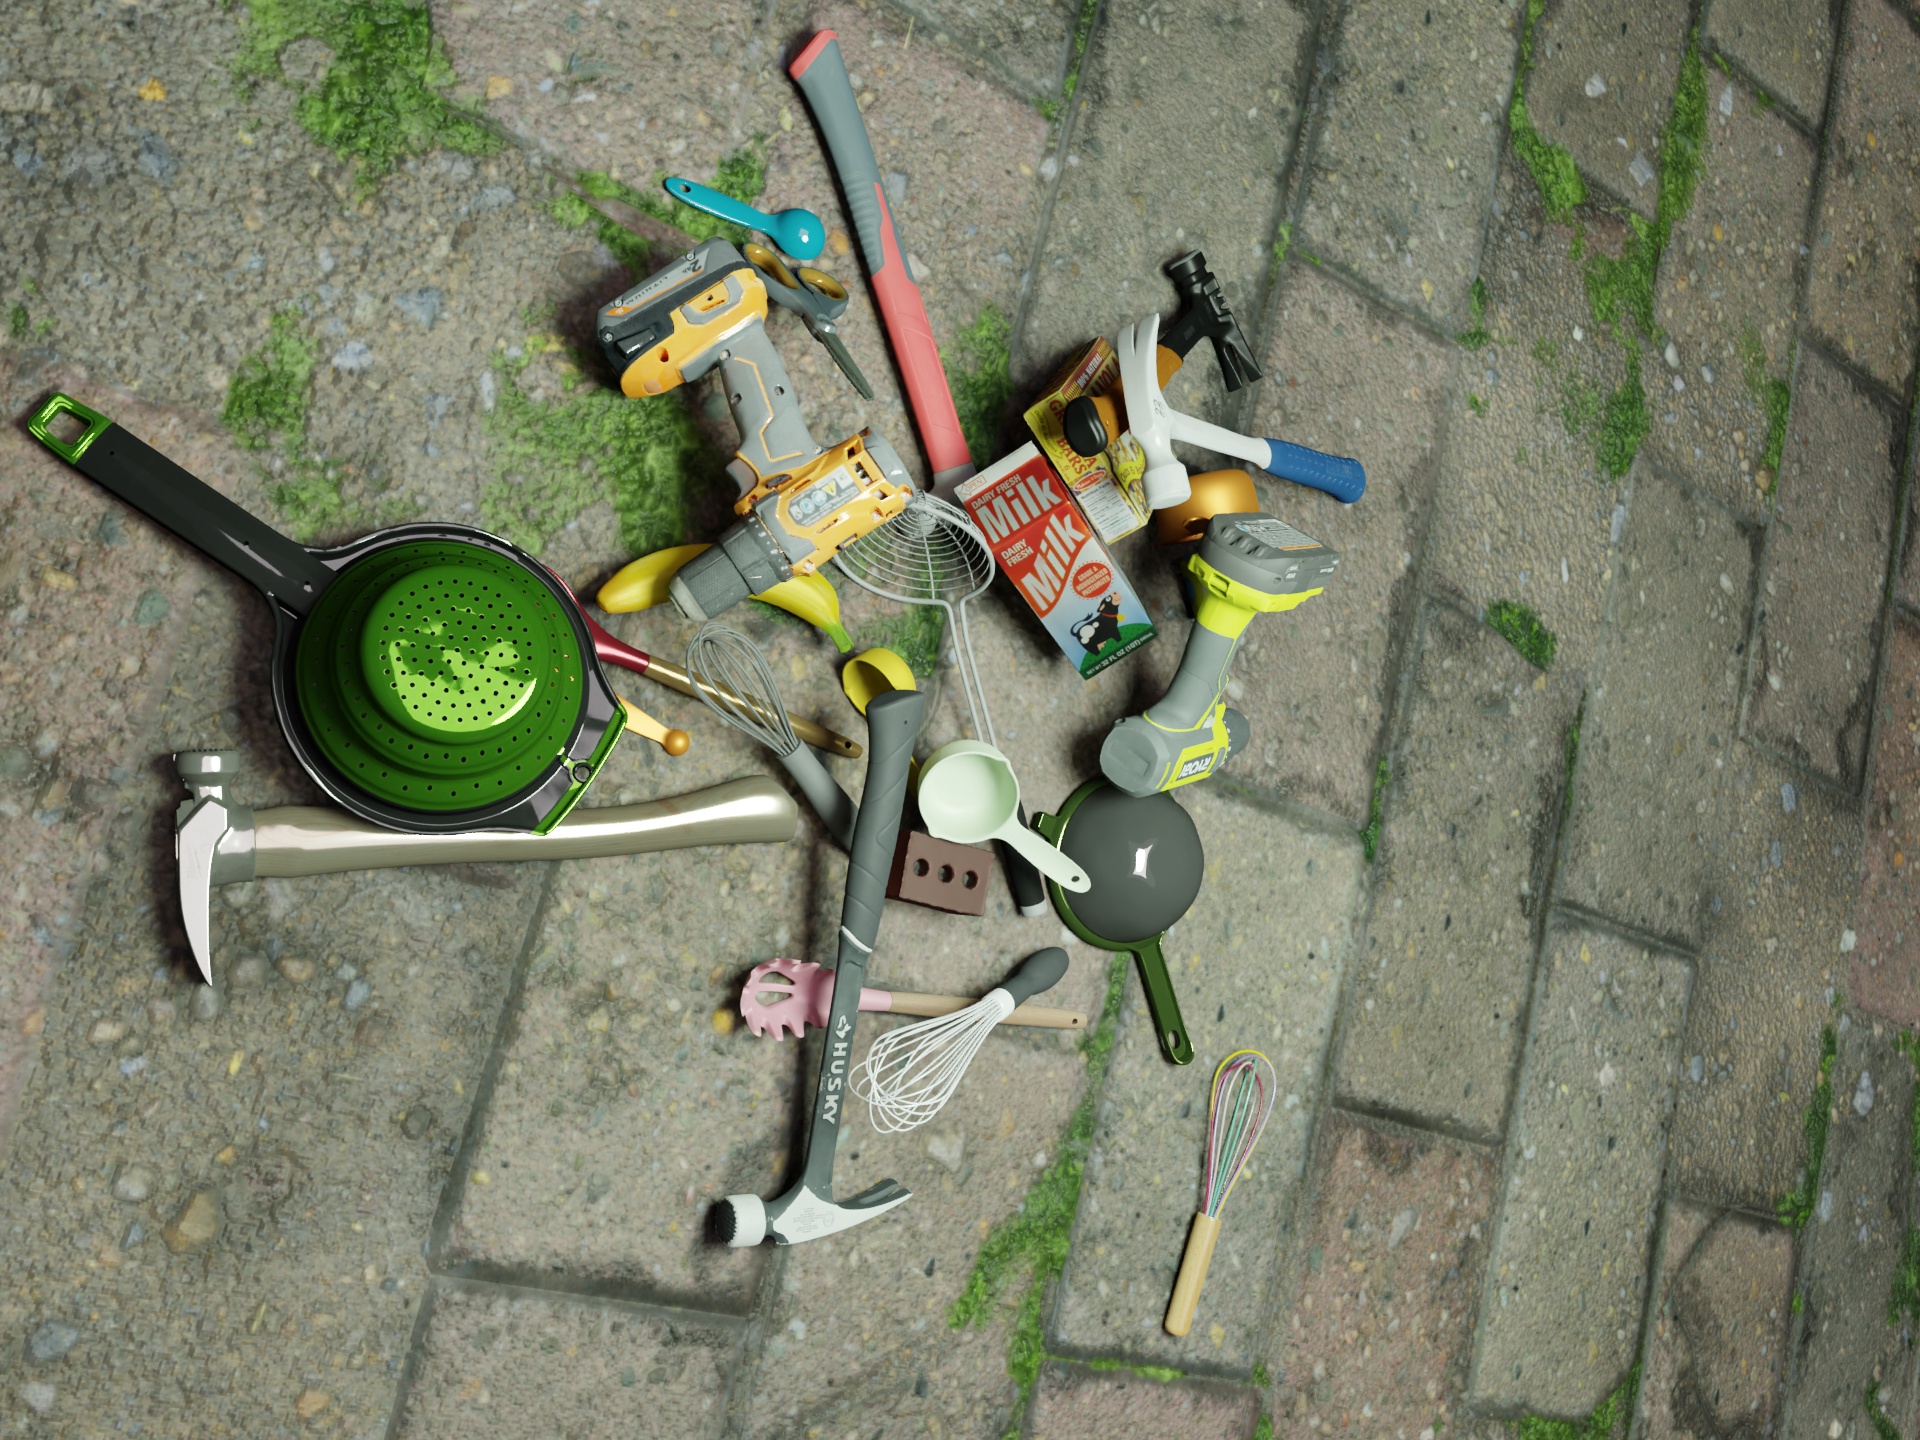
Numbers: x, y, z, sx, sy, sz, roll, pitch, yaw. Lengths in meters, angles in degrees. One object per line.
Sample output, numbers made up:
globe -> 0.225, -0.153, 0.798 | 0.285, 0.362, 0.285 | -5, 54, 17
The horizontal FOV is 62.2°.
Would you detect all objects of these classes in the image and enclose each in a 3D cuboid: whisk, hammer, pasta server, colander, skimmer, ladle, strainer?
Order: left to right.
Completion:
colander -> -0.383, -0.080, 0.971 | 0.397, 0.094, 0.204 | 36, 68, -14
hammer -> -0.302, 0.087, 1.073 | 0.410, 0.038, 0.146 | -1, 89, -30
ladle -> -0.203, -0.032, 1.143 | 0.315, 0.031, 0.069 | 24, 70, -29
whisk -> -0.124, 0.023, 1.157 | 0.055, 0.055, 0.238 | -49, 124, -23
hammer -> -0.074, 0.179, 1.151 | 0.149, 0.036, 0.409 | 7, 95, -35
hammer -> -0.039, -0.346, 1.248 | 0.143, 0.038, 0.386 | -22, 98, -30
pasta server -> -0.029, 0.221, 1.223 | 0.316, 0.040, 0.060 | 12, 93, -30
skimmer -> -0.002, -0.004, 1.220 | 0.090, 0.127, 0.363 | -36, 115, -55
whisk -> 0.011, 0.224, 1.185 | 0.284, 0.070, 0.070 | -25, 101, -56
strainer -> 0.165, 0.168, 1.318 | 0.151, 0.069, 0.256 | -19, 95, -29
hammer -> 0.161, -0.278, 1.281 | 0.127, 0.034, 0.337 | 60, 37, -15
whisk -> 0.216, 0.400, 1.358 | 0.047, 0.051, 0.245 | 19, 81, -6
hammer -> 0.243, -0.228, 1.310 | 0.405, 0.035, 0.144 | -1, 77, -55

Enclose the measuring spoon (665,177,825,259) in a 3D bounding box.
measuring spoon -> -0.157, -0.382, 1.187 | 0.128, 0.021, 0.042 | 15, 64, -27

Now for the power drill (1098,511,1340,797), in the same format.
power drill -> 0.215, -0.049, 1.289 | 0.190, 0.080, 0.228 | -12, 130, -53

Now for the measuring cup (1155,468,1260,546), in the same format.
measuring cup -> 0.198, -0.181, 1.313 | 0.173, 0.095, 0.052 | -8, 87, -74

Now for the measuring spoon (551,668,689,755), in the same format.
measuring spoon -> -0.241, -0.007, 1.127 | 0.116, 0.011, 0.021 | 32, 72, -25

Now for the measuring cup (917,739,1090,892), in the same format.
measuring cup -> 0.037, 0.077, 1.217 | 0.167, 0.038, 0.083 | 39, 104, -22

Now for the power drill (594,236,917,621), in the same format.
power drill -> -0.165, -0.195, 1.104 | 0.185, 0.084, 0.226 | -35, 86, -4

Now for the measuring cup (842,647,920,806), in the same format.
measuring cup -> -0.041, 0.012, 1.227 | 0.029, 0.062, 0.156 | -43, 119, -36
